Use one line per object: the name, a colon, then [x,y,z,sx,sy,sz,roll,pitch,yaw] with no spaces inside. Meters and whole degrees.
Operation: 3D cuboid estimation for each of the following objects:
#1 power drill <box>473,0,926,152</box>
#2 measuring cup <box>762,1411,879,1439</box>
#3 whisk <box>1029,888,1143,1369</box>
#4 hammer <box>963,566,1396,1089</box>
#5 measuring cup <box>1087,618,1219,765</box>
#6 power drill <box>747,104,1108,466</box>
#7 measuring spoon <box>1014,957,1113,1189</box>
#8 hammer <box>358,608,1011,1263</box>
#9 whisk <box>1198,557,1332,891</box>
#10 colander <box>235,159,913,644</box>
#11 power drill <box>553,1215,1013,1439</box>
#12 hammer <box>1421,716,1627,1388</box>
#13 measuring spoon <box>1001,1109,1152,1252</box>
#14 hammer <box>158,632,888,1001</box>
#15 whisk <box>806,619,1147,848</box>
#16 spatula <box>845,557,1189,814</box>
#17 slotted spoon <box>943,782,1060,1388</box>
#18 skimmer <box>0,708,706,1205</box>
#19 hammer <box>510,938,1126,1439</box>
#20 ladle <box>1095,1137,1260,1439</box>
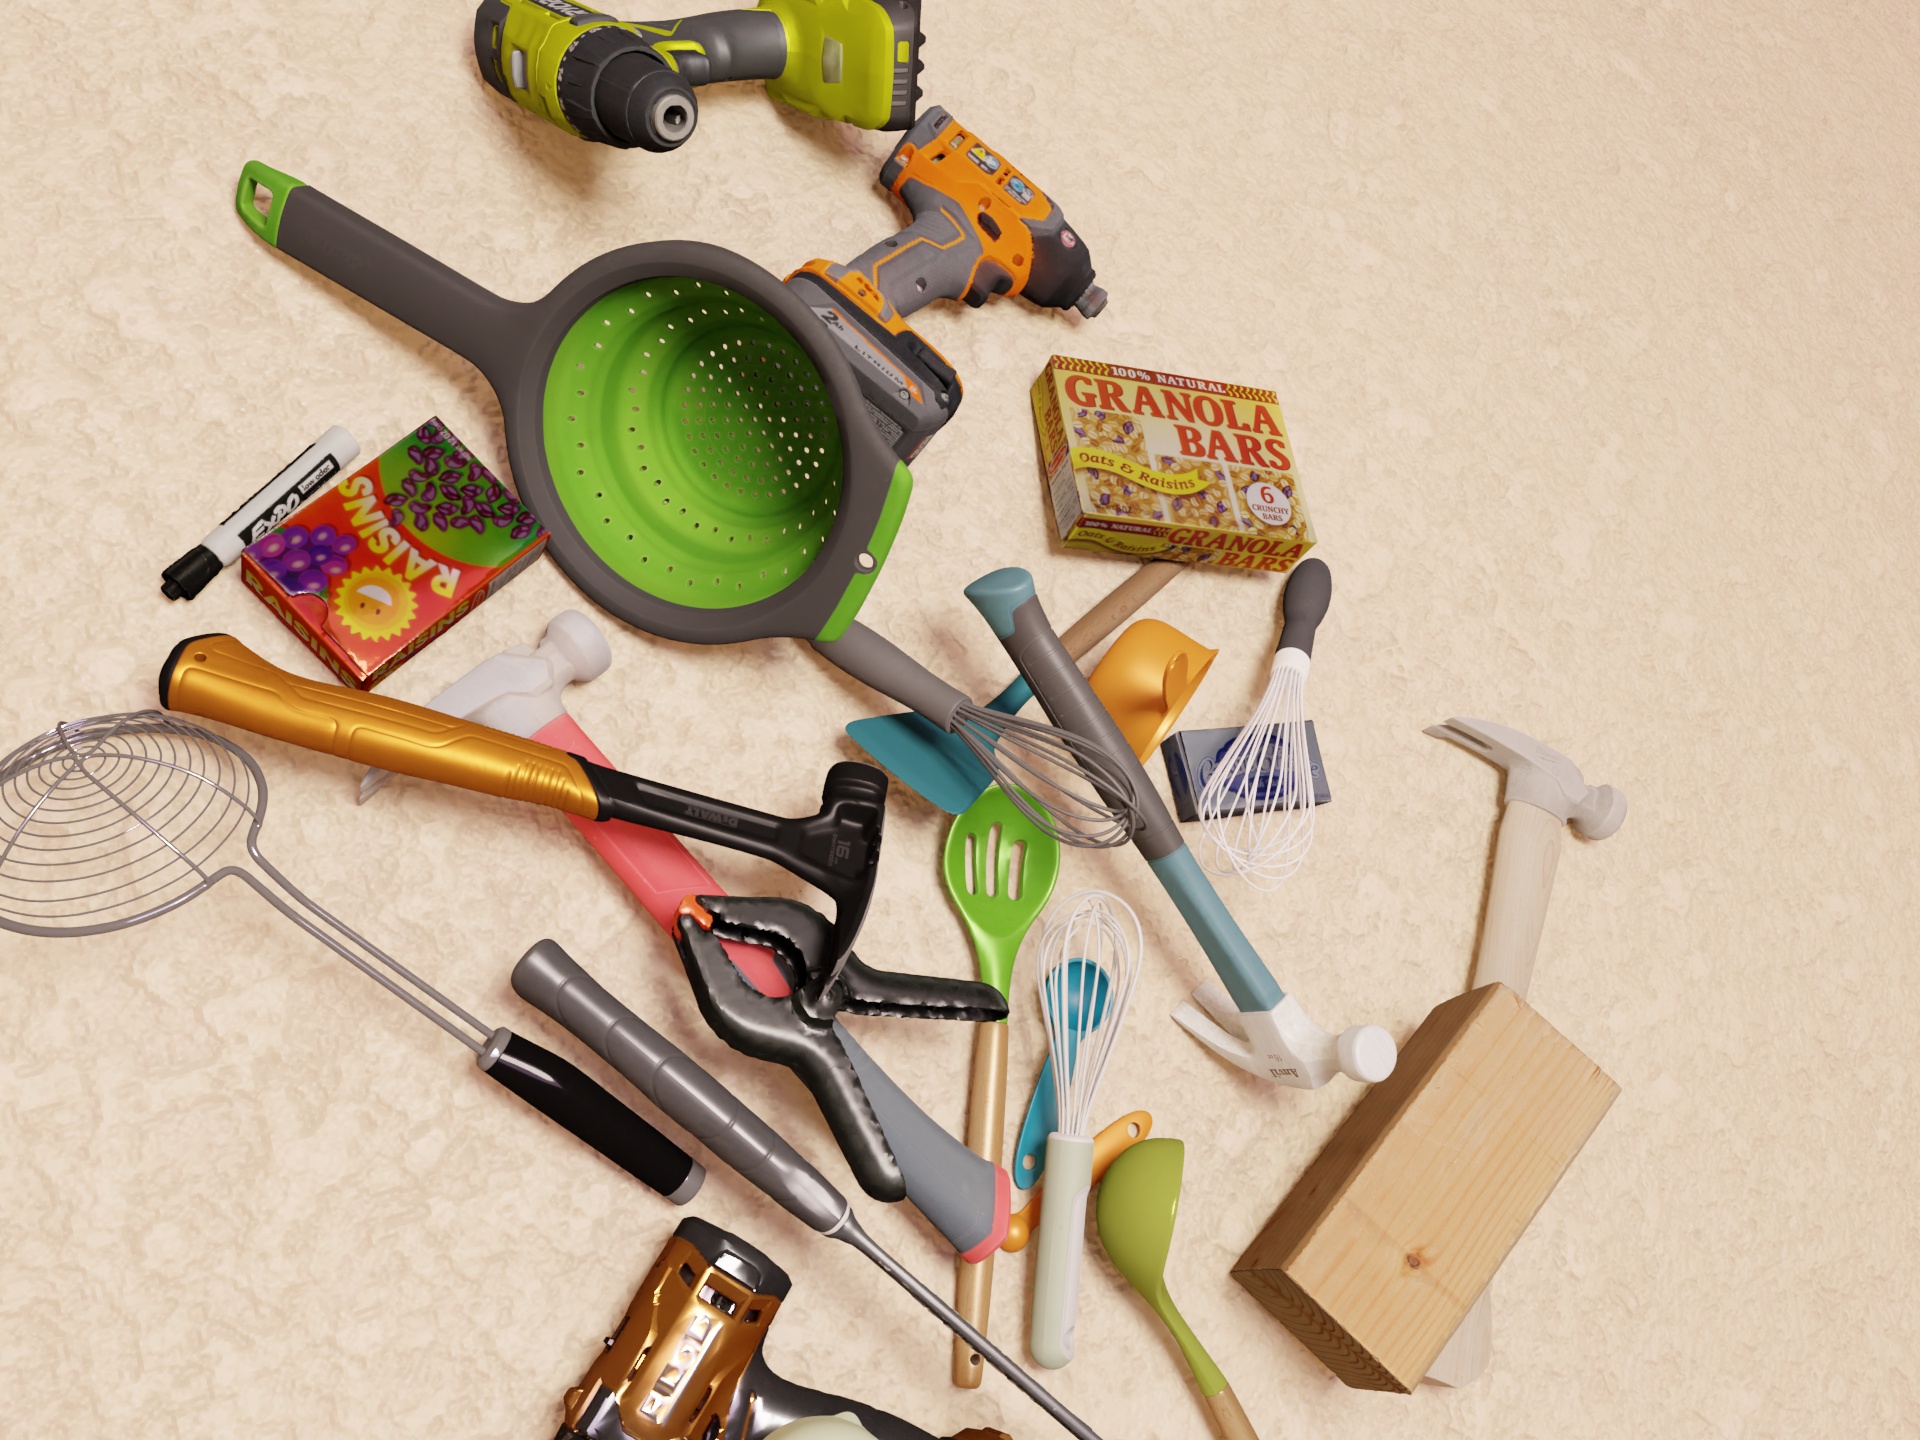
power drill: [-0.135,-0.371,0.900,0.228,0.080,0.191,-20,41,-32]
measuring cup: [-0.017,0.355,0.678,0.167,0.038,0.083,23,67,-4]
whisk: [0.060,0.211,0.835,0.057,0.059,0.246,26,68,-62]
hammer: [0.105,0.059,0.863,0.033,0.128,0.331,-36,96,-30]
measuring cup: [0.099,-0.025,0.884,0.052,0.173,0.095,34,84,12]
power drill: [-0.010,-0.255,0.961,0.164,0.084,0.227,38,57,-8]
measuring spoon: [0.049,0.193,0.874,0.042,0.021,0.129,24,74,-18]
hammer: [-0.123,0.128,0.791,0.386,0.038,0.143,48,62,1]
whisk: [0.193,-0.011,0.957,0.070,0.070,0.285,34,46,-11]
colander: [-0.197,-0.192,0.845,0.397,0.204,0.094,31,27,5]
power drill: [-0.083,0.363,0.720,0.226,0.084,0.185,35,64,-6]
hammer: [0.319,0.193,0.982,0.146,0.038,0.411,26,64,-13]
measuring spoon: [0.065,0.247,0.861,0.117,0.011,0.021,-32,88,-29]
hammer: [-0.200,0.031,0.742,0.336,0.034,0.127,17,44,-10]
whisk: [-0.001,-0.003,0.849,0.239,0.055,0.055,33,58,24]
spatula: [0.065,-0.047,0.943,0.082,0.044,0.317,37,57,20]
slotted spoon: [0.014,0.188,0.851,0.070,0.031,0.314,11,70,-20]
skimmer: [-0.278,0.125,0.735,0.363,0.090,0.127,42,40,-19]
hammer: [-0.048,0.243,0.740,0.409,0.149,0.036,40,70,1]
ladle: [0.158,0.371,0.839,0.062,0.078,0.320,-27,89,6]
